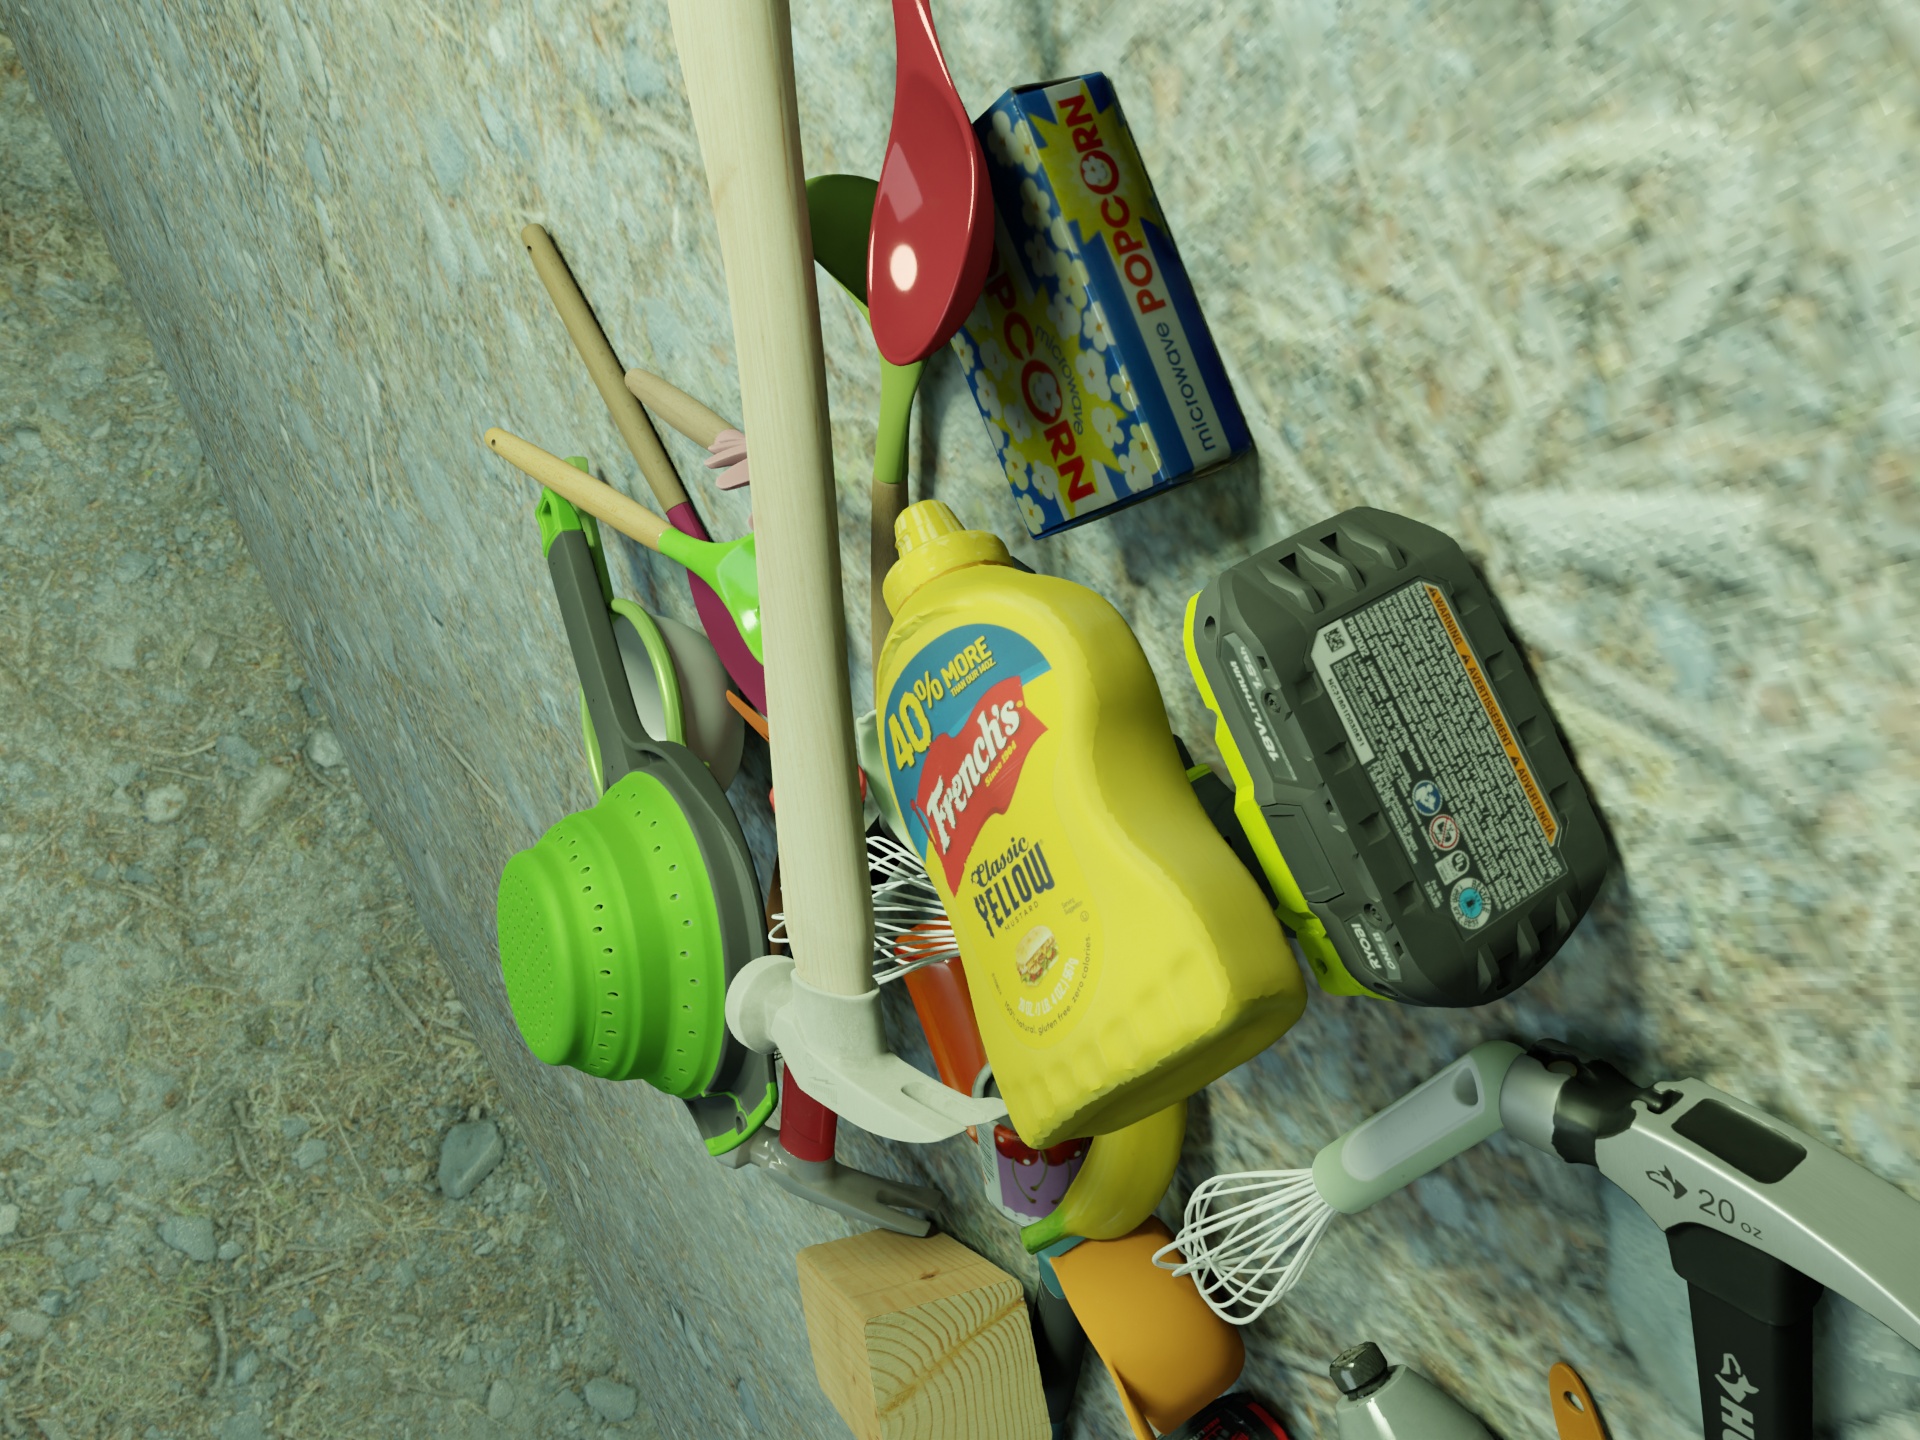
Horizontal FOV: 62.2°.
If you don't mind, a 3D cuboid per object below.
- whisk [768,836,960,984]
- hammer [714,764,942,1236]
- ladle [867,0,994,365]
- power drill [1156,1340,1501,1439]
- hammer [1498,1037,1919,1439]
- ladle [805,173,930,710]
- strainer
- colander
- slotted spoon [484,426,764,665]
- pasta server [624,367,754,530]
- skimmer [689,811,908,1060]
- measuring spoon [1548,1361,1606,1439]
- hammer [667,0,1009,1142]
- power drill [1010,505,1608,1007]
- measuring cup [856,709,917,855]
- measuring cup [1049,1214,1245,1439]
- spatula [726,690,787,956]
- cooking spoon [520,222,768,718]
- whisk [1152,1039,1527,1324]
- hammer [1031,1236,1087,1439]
[{"bbox_3d":[-0.001,0.075,0.588,0.285,0.070,0.070,-8,105,62],"label":"whisk"},{"bbox_3d":[-0.063,0.163,0.864,0.143,0.038,0.386,19,137,9],"label":"hammer"},{"bbox_3d":[-0.022,-0.264,0.460,0.069,0.031,0.315,13,113,60],"label":"ladle"},{"bbox_3d":[0.156,0.330,0.646,0.143,0.078,0.219,58,150,13],"label":"power drill"},{"bbox_3d":[0.243,0.259,0.471,0.146,0.035,0.334,20,130,55],"label":"hammer"},{"bbox_3d":[-0.040,-0.079,0.671,0.078,0.062,0.319,49,152,34],"label":"ladle"},{"bbox_3d":[-0.184,-0.047,0.958,0.151,0.069,0.256,-43,59,53],"label":"strainer"},{"bbox_3d":[-0.210,0.045,0.860,0.204,0.094,0.397,-48,56,51],"label":"colander"},{"bbox_3d":[-0.173,-0.108,0.865,0.314,0.031,0.070,30,117,36],"label":"slotted spoon"},{"bbox_3d":[-0.120,-0.128,0.734,0.060,0.040,0.316,60,170,-30],"label":"pasta server"},{"bbox_3d":[-0.103,0.119,0.937,0.363,0.127,0.090,126,144,-48],"label":"skimmer"},{"bbox_3d":[0.225,0.272,0.545,0.021,0.011,0.117,-10,100,63],"label":"measuring spoon"},{"bbox_3d":[-0.050,-0.060,0.537,0.146,0.038,0.410,13,111,53],"label":"hammer"},{"bbox_3d":[0.077,0.014,0.518,0.190,0.080,0.228,64,156,-1],"label":"power drill"},{"bbox_3d":[-0.001,-0.002,0.686,0.083,0.038,0.167,53,149,23],"label":"measuring cup"},{"bbox_3d":[0.089,0.264,0.666,0.095,0.052,0.173,54,178,-2],"label":"measuring cup"},{"bbox_3d":[-0.106,0.081,0.937,0.081,0.041,0.322,39,148,13],"label":"spatula"},{"bbox_3d":[-0.169,-0.141,0.889,0.319,0.017,0.068,61,149,5],"label":"cooking spoon"},{"bbox_3d":[0.135,0.170,0.580,0.246,0.059,0.058,118,150,-53],"label":"whisk"},{"bbox_3d":[0.051,0.389,0.926,0.128,0.033,0.330,44,147,36],"label":"hammer"}]
